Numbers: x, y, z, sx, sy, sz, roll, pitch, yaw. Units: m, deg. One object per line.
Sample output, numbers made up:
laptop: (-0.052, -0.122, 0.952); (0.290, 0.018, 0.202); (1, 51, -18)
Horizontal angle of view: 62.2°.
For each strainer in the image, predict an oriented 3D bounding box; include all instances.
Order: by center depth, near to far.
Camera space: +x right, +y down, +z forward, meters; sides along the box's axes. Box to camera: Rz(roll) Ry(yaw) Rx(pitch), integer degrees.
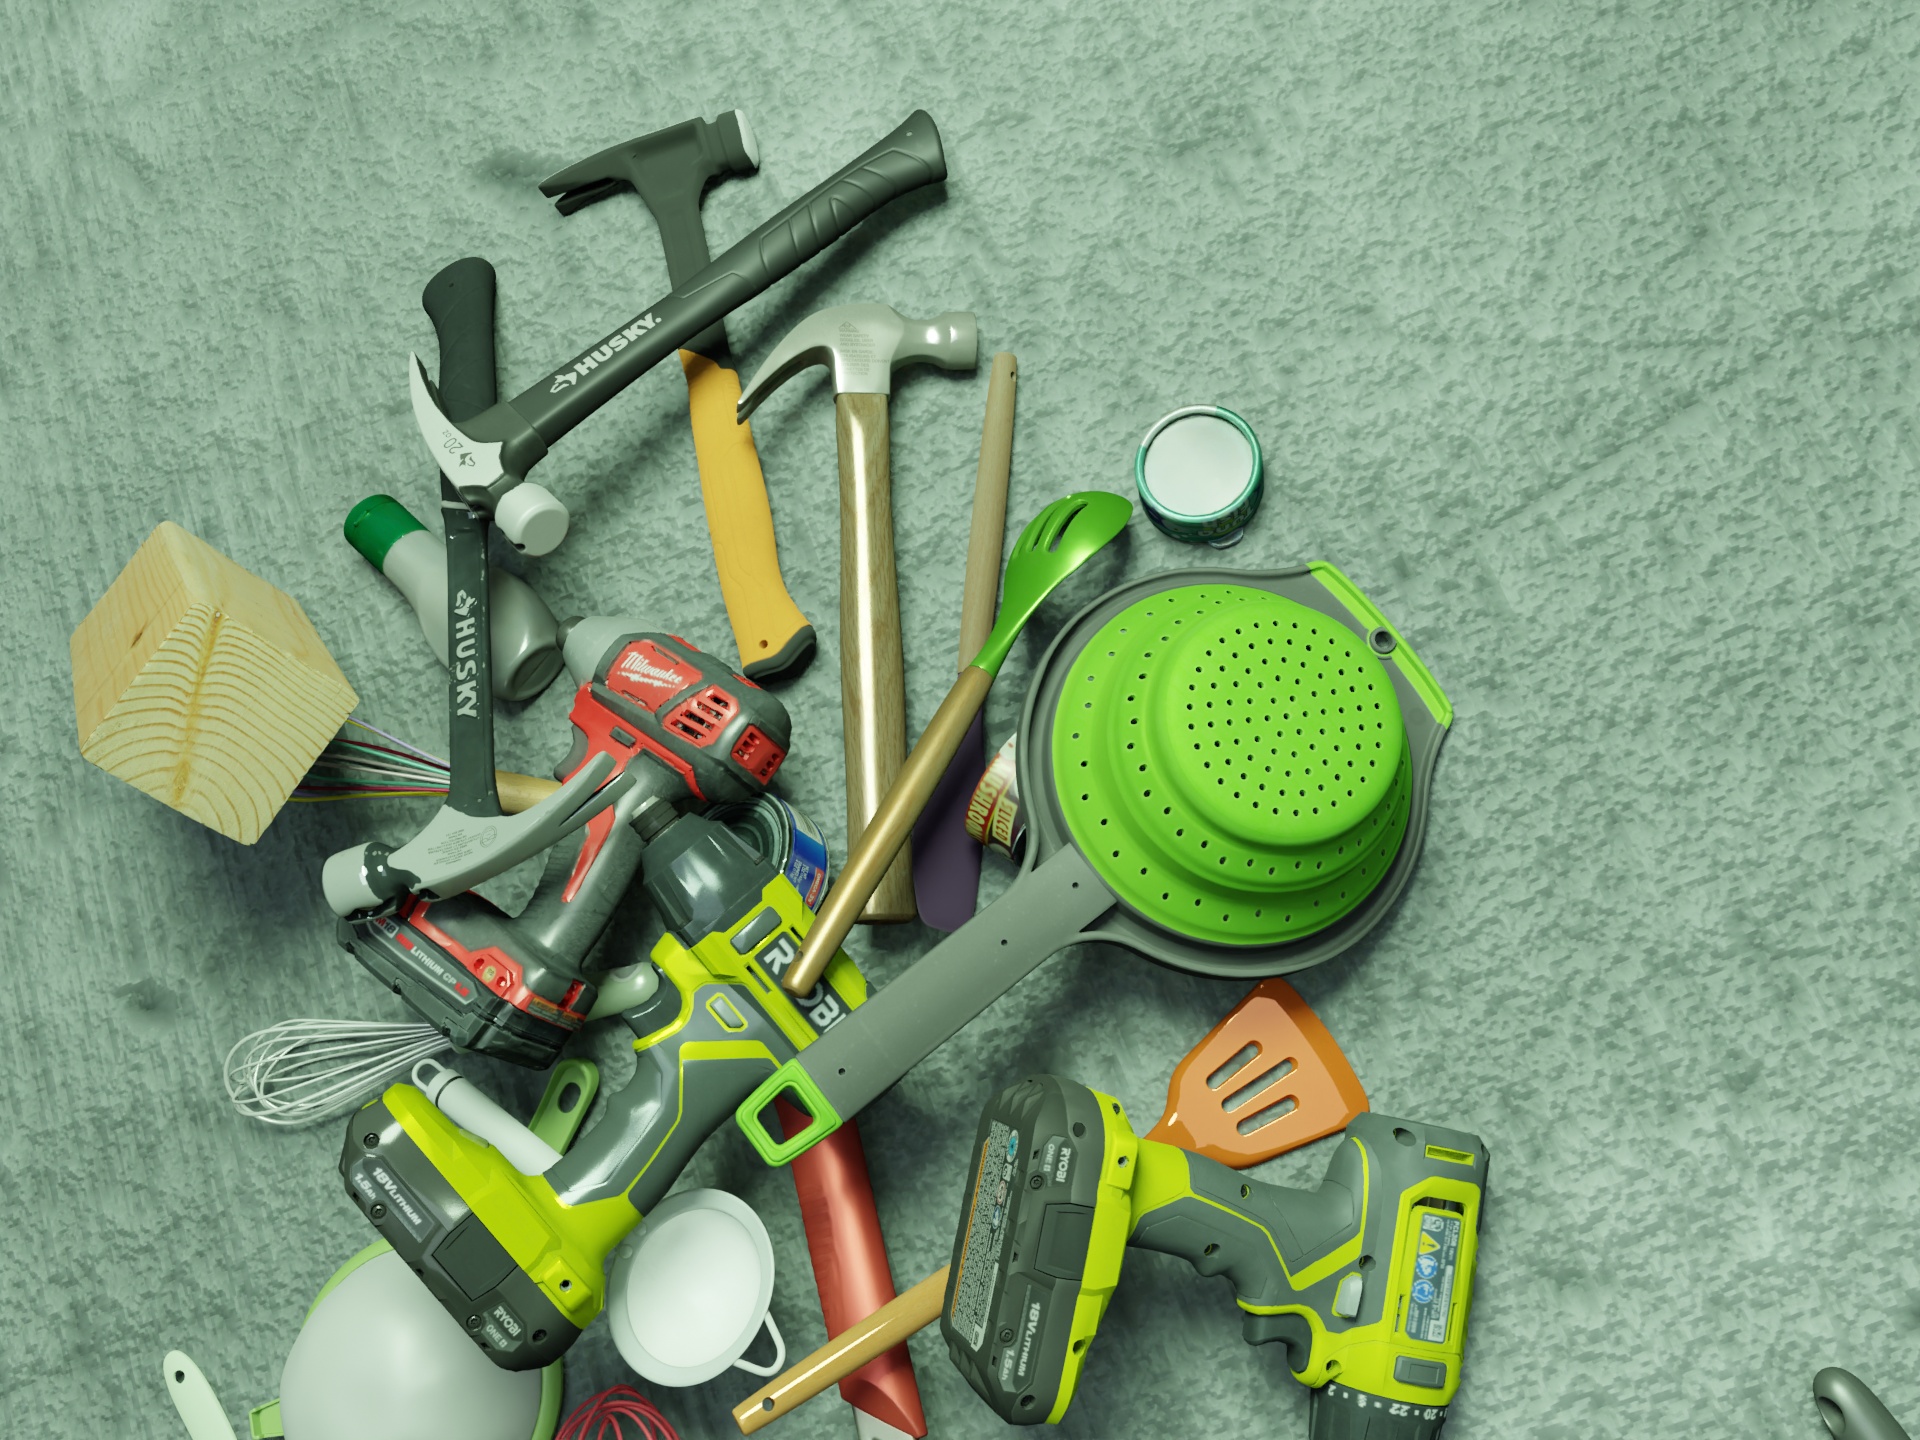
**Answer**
strainer: (-0.175, 0.233, 0.764); (0.259, 0.050, 0.087); (29, 76, 24)
strainer: (-0.256, 0.286, 0.793); (0.151, 0.069, 0.256); (25, 85, 16)

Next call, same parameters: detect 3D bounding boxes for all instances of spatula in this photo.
spatula: (0.041, 0.228, 0.725); (0.322, 0.041, 0.081); (-26, 72, -21)
spatula: (0.007, -0.048, 0.827); (0.018, 0.059, 0.316); (-5, 71, 36)

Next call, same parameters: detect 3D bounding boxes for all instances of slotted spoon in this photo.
slotted spoon: (-0.001, -0.002, 0.762); (0.070, 0.031, 0.314); (-5, 46, 50)

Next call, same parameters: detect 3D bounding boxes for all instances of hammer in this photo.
hammer: (-0.035, 0.281, 0.738); (0.149, 0.036, 0.359); (-18, 66, 5)
hammer: (-0.050, -0.061, 0.827); (0.130, 0.031, 0.331); (-1, 77, -7)
hammer: (-0.255, -0.097, 0.834); (0.149, 0.036, 0.409); (-18, 57, 10)
hammer: (-0.139, -0.227, 0.848); (0.335, 0.035, 0.146); (-40, 59, -15)
hammer: (-0.145, -0.179, 0.890); (0.127, 0.034, 0.337); (-16, 75, 7)

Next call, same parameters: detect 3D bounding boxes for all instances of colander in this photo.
colander: (0.069, 0.058, 0.700); (0.397, 0.094, 0.204); (-37, 82, -16)

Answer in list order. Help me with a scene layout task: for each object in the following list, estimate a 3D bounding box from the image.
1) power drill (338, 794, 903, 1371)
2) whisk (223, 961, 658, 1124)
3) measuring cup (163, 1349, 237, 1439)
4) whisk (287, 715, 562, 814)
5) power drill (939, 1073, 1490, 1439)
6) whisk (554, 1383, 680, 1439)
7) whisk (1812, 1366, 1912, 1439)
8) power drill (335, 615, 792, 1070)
power drill: (-0.153, 0.156, 0.710); (0.223, 0.080, 0.171); (-40, 94, -18)
whisk: (-0.273, 0.167, 0.839); (0.246, 0.058, 0.059); (-15, 110, 5)
measuring cup: (-0.375, 0.398, 0.808); (0.083, 0.038, 0.168); (-36, 75, 2)
whisk: (-0.283, 0.036, 0.869); (0.245, 0.051, 0.047); (10, 46, 9)
power drill: (0.114, 0.255, 0.686); (0.228, 0.080, 0.191); (14, 80, -14)
whisk: (-0.162, 0.465, 0.742); (0.073, 0.073, 0.296); (-2, 83, 11)
whisk: (0.429, 0.377, 0.645); (0.055, 0.055, 0.239); (-32, 70, 3)
power drill: (-0.198, 0.050, 0.797); (0.143, 0.078, 0.220); (31, 80, 25)
